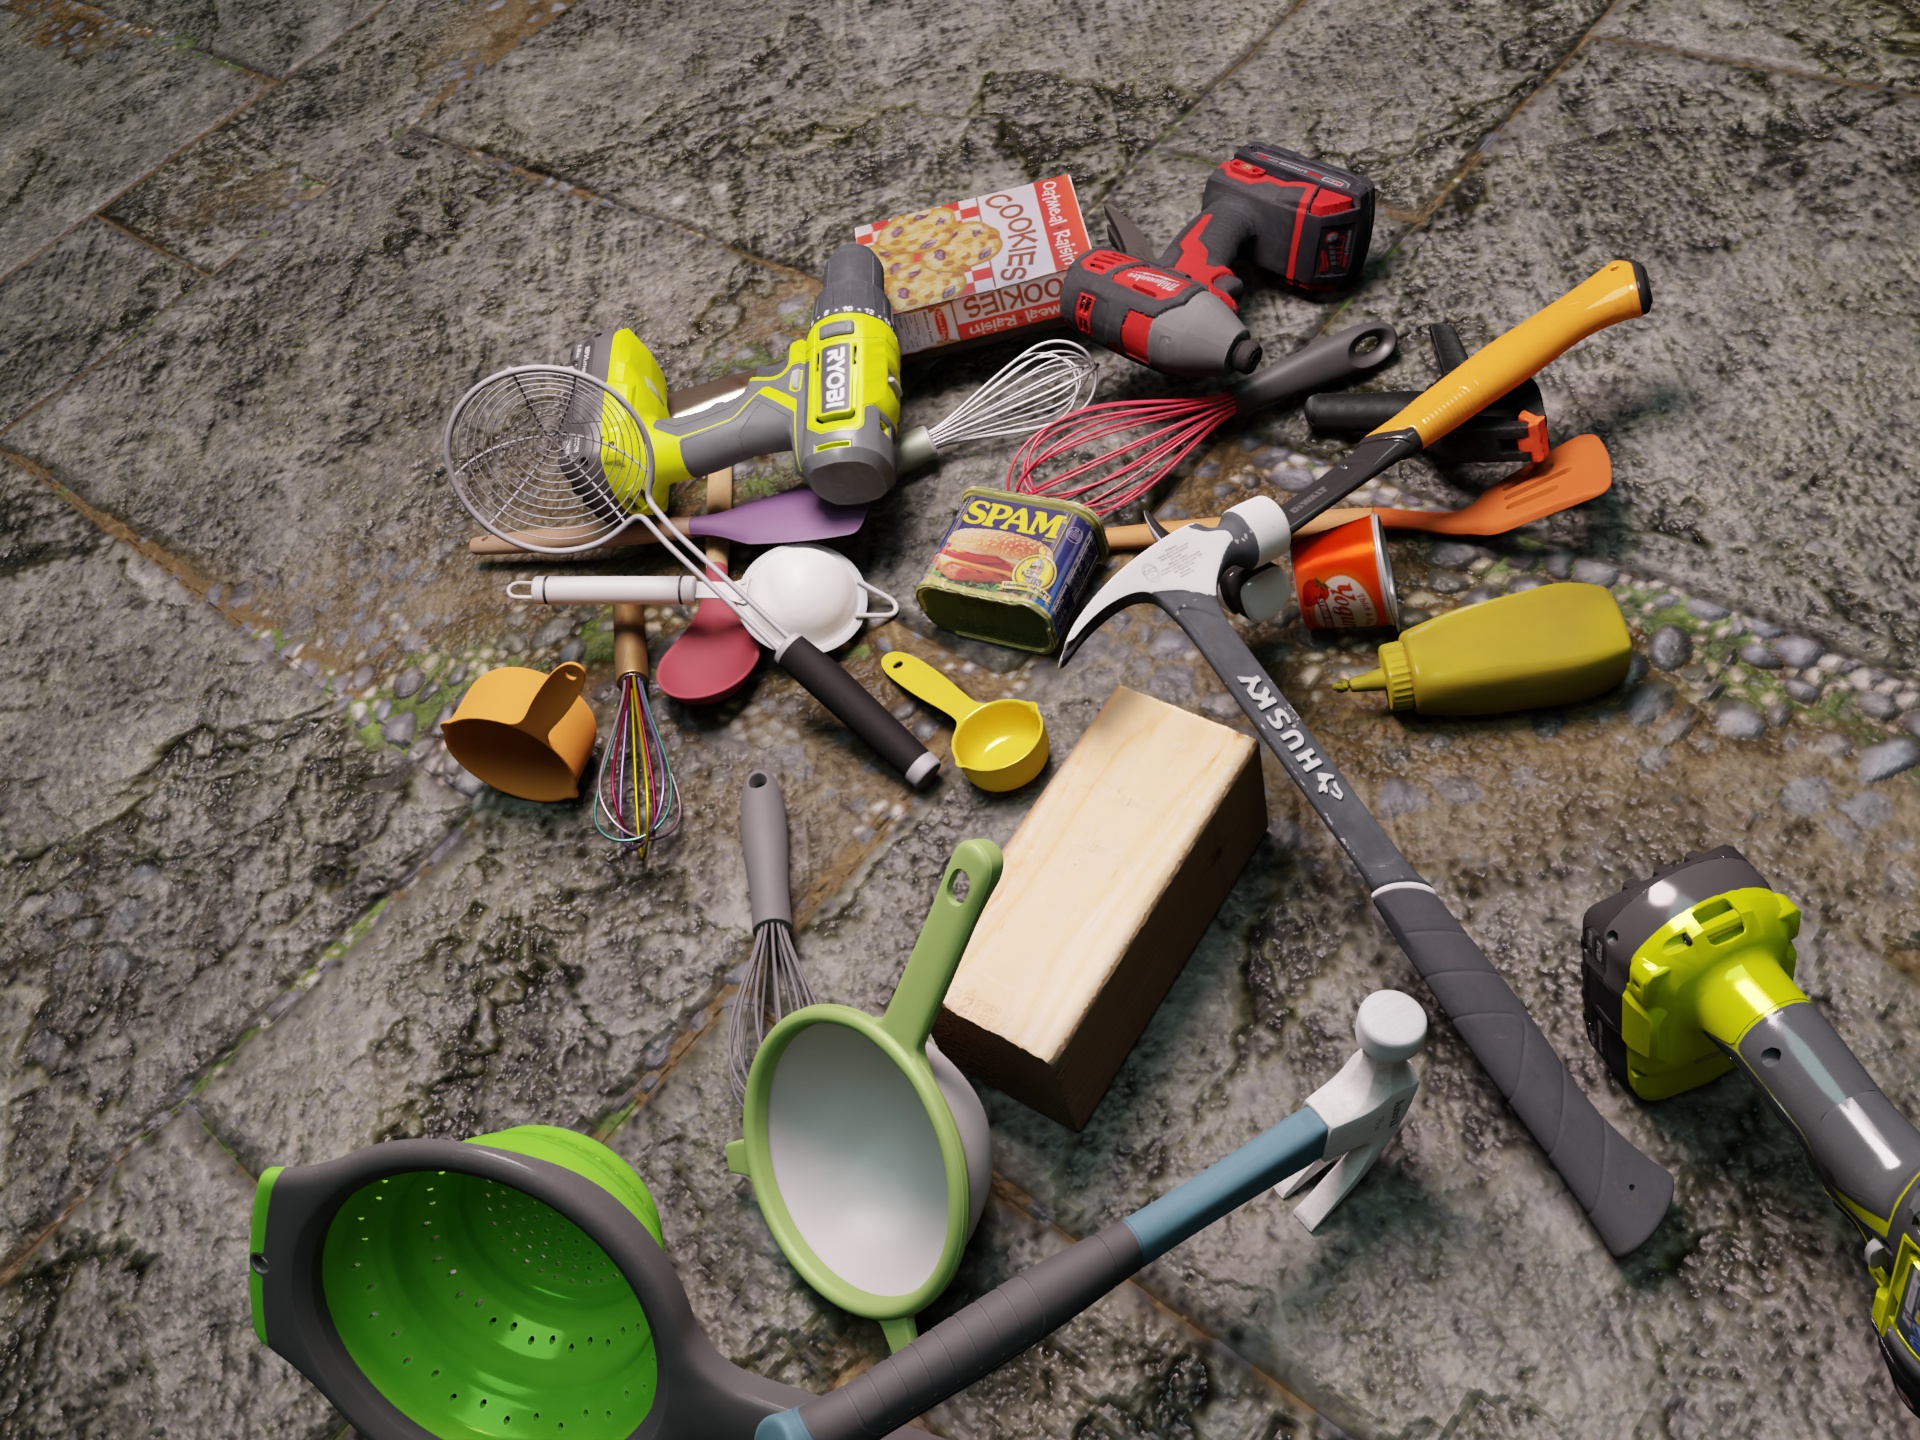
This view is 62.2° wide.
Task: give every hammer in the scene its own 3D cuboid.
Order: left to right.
[{"bbox_3d":[-0.052,-0.283,1.187,0.410,0.038,0.146,-16,49,0],"label":"hammer"},{"bbox_3d":[0.062,0.232,0.686,0.331,0.128,0.033,-25,49,-18],"label":"hammer"},{"bbox_3d":[0.201,0.071,0.778,0.149,0.036,0.409,-26,68,-17],"label":"hammer"},{"bbox_3d":[0.270,-0.178,0.952,0.337,0.034,0.127,-34,33,-7],"label":"hammer"}]

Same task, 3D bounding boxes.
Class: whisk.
[{"bbox_3d":[-0.214,-0.007,1.036,0.051,0.047,0.245,-19,46,4],"label":"whisk"},{"bbox_3d":[-0.110,0.119,0.906,0.055,0.055,0.239,-15,47,5],"label":"whisk"},{"bbox_3d":[-0.014,-0.199,1.121,0.246,0.057,0.059,-25,16,2],"label":"whisk"},{"bbox_3d":[0.164,-0.205,1.066,0.296,0.073,0.073,-24,51,-9],"label":"whisk"}]

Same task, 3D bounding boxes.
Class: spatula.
[{"bbox_3d":[-0.209,-0.135,1.115,0.316,0.018,0.060,-3,45,20],"label":"spatula"},{"bbox_3d":[0.234,-0.133,0.998,0.322,0.041,0.081,-3,33,16],"label":"spatula"}]

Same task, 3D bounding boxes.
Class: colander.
[{"bbox_3d":[-0.132,0.285,0.750,0.397,0.204,0.094,15,23,8],"label":"colander"}]

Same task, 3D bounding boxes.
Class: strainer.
[{"bbox_3d":[-0.171,-0.085,1.043,0.258,0.050,0.087,0,62,3],"label":"strainer"},{"bbox_3d":[-0.017,0.162,0.757,0.069,0.256,0.152,-6,35,-48],"label":"strainer"}]

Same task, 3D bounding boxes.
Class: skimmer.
[{"bbox_3d":[-0.163,-0.079,0.974,0.363,0.090,0.127,42,113,13],"label":"skimmer"}]

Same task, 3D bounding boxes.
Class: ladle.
[{"bbox_3d":[-0.173,-0.126,1.121,0.069,0.031,0.316,-8,50,4],"label":"ladle"}]

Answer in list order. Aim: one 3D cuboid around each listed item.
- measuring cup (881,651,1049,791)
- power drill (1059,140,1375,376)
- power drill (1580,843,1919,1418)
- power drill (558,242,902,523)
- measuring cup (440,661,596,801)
[{"bbox_3d":[-0.002,-0.003,0.984,0.062,0.029,0.157,-38,41,-14],"label":"measuring cup"},{"bbox_3d":[0.185,-0.307,1.088,0.143,0.078,0.220,31,54,27],"label":"power drill"},{"bbox_3d":[0.356,0.175,0.658,0.080,0.171,0.223,-24,42,-3],"label":"power drill"},{"bbox_3d":[-0.150,-0.228,1.088,0.228,0.080,0.191,-8,64,15],"label":"power drill"},{"bbox_3d":[-0.255,-0.011,0.978,0.095,0.173,0.052,30,52,-16],"label":"measuring cup"}]
